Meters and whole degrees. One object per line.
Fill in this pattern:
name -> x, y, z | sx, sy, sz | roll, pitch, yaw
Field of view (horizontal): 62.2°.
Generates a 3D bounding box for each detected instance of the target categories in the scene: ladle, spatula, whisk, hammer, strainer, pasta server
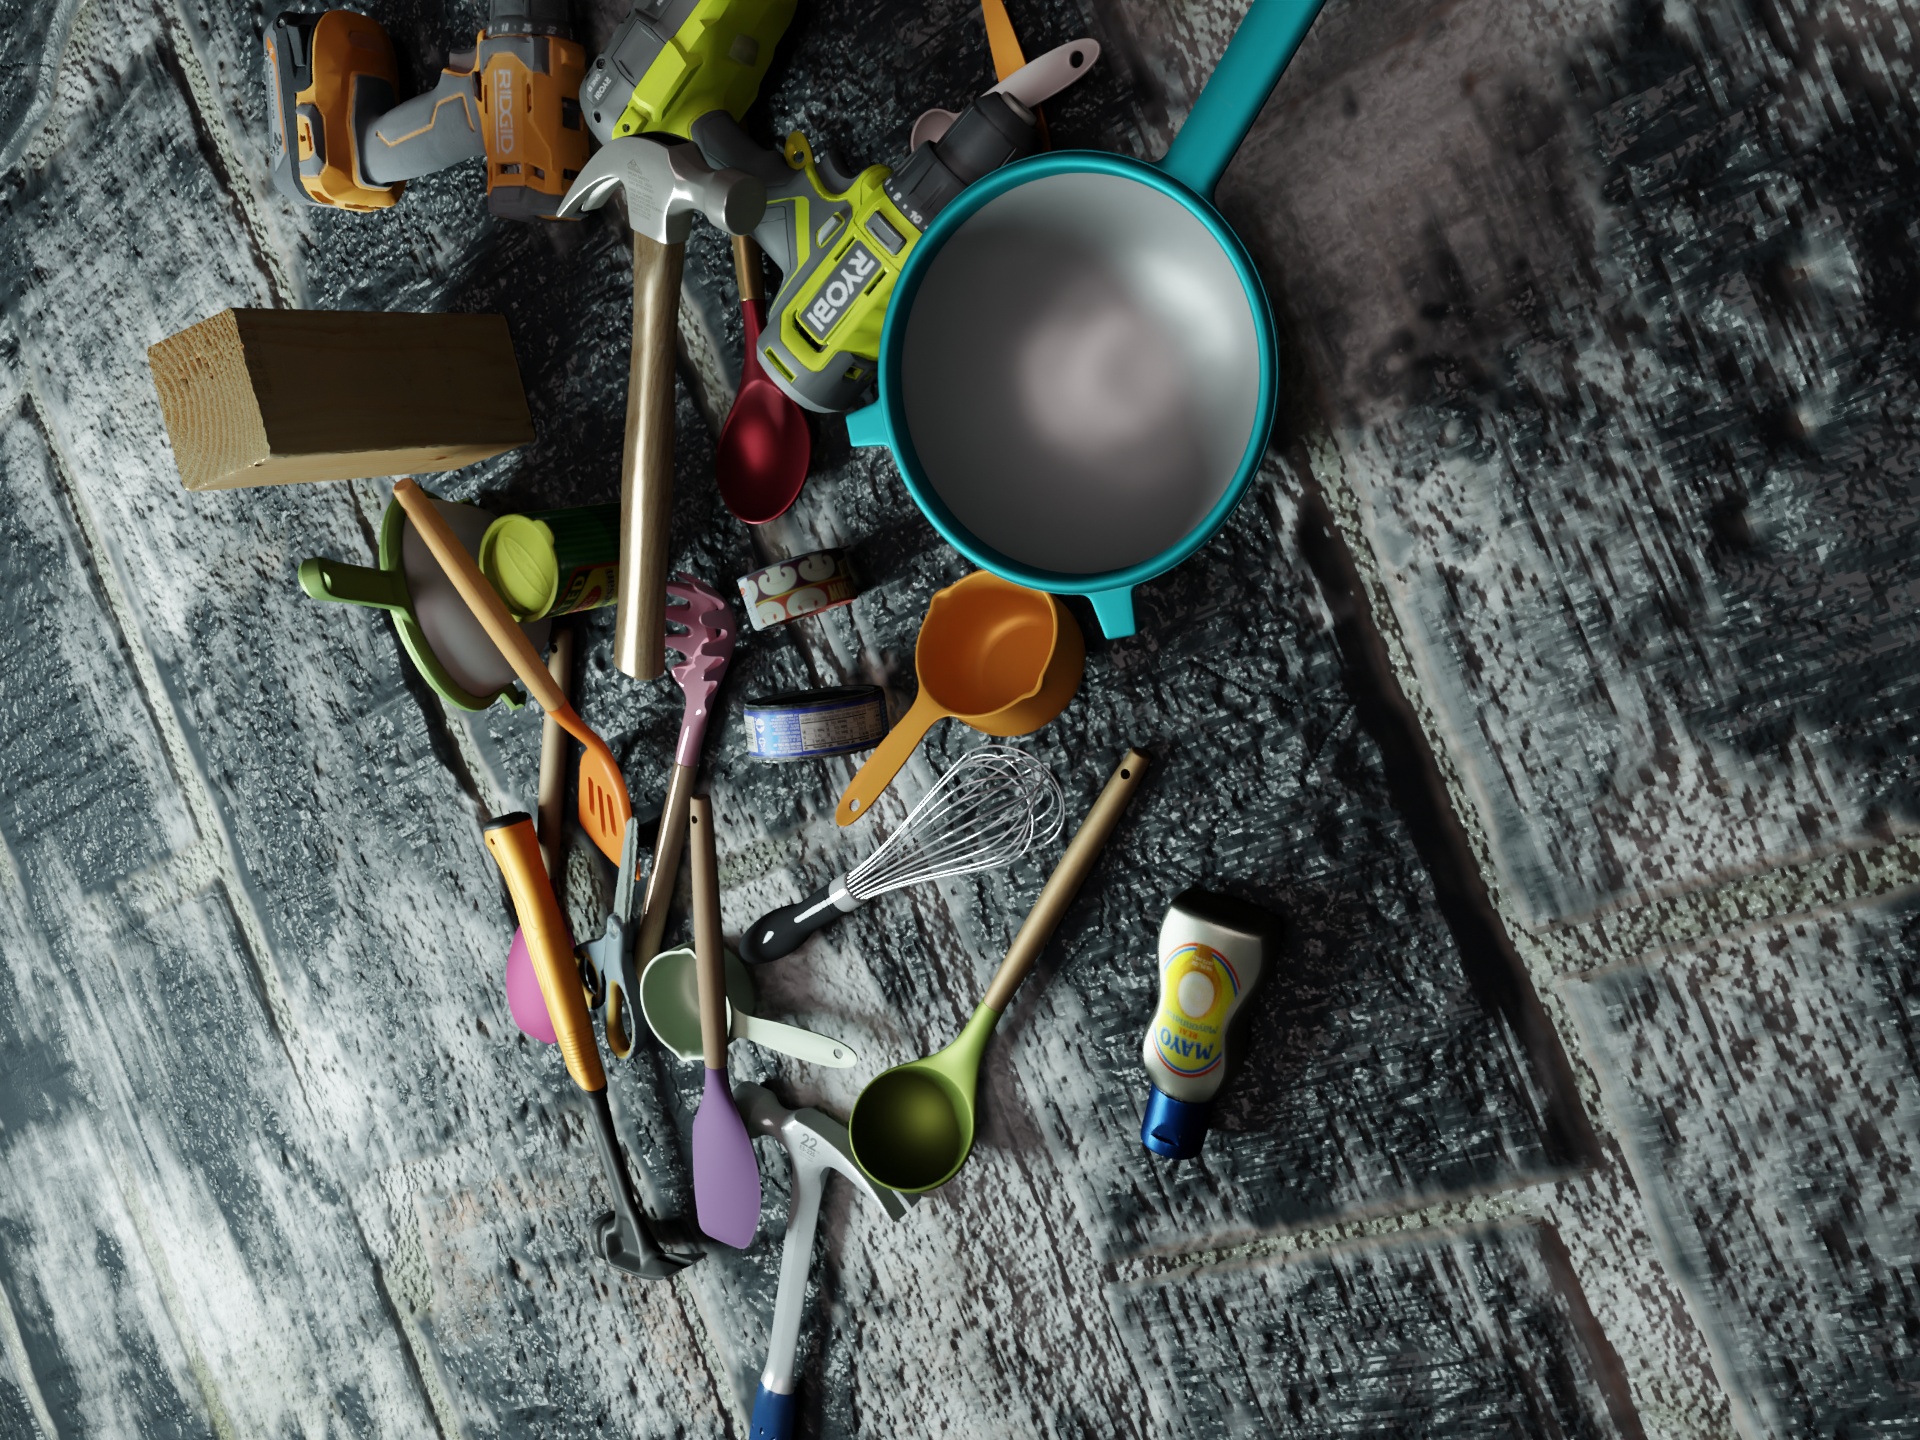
ladle -> -0.128, -0.276, 0.944 | 0.069, 0.031, 0.315 | -2, 98, 26
spatula -> -0.157, 0.199, 1.028 | 0.060, 0.018, 0.315 | 8, 108, 32
whisk -> -0.047, 0.090, 0.963 | 0.284, 0.070, 0.070 | -32, 84, 36
hammer -> -0.121, 0.452, 1.096 | 0.144, 0.035, 0.405 | 19, 110, 27
hammer -> -0.264, 0.225, 1.106 | 0.127, 0.034, 0.337 | -10, 97, 53
strainer -> 0.100, -0.224, 0.780 | 0.211, 0.095, 0.340 | 39, 115, 15
pasta server -> -0.193, 0.052, 1.049 | 0.060, 0.040, 0.316 | 38, 121, 43
strainer -> -0.317, -0.086, 0.991 | 0.069, 0.256, 0.151 | -15, 89, 7
hammer -> -0.180, -0.168, 0.912 | 0.130, 0.031, 0.331 | 32, 129, 27
spatula -> -0.270, -0.021, 0.988 | 0.081, 0.041, 0.322 | 34, 158, 40
ladle -> 0.026, 0.149, 0.930 | 0.078, 0.062, 0.320 | 36, 114, 19

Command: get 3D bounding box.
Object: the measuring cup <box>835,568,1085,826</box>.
measuring cup -> -0.001, -0.003, 0.882 | 0.173, 0.052, 0.095 | -50, 54, 7

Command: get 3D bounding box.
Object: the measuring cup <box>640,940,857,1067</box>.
measuring cup -> -0.133, 0.194, 1.048 | 0.168, 0.038, 0.083 | 13, 108, 24

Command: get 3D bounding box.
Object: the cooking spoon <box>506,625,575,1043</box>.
cooking spoon -> -0.293, 0.086, 1.128 | 0.069, 0.017, 0.318 | 18, 110, 25

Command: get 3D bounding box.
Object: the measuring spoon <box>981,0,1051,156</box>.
measuring spoon -> 0.029, -0.348, 0.845 | 0.021, 0.011, 0.117 | -13, 98, 42

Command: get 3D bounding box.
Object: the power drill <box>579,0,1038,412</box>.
power drill -> -0.082, -0.309, 0.859 | 0.228, 0.080, 0.190 | 49, 114, 11

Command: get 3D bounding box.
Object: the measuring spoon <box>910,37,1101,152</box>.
measuring spoon -> 0.026, -0.326, 0.842 | 0.124, 0.018, 0.034 | -17, 93, 36

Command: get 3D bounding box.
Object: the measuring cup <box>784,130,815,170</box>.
measuring cup -> -0.079, -0.262, 0.922 | 0.062, 0.029, 0.156 | -9, 88, 26

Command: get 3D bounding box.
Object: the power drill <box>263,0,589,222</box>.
power drill -> -0.333, -0.412, 1.008 | 0.226, 0.084, 0.185 | 8, 105, 25
